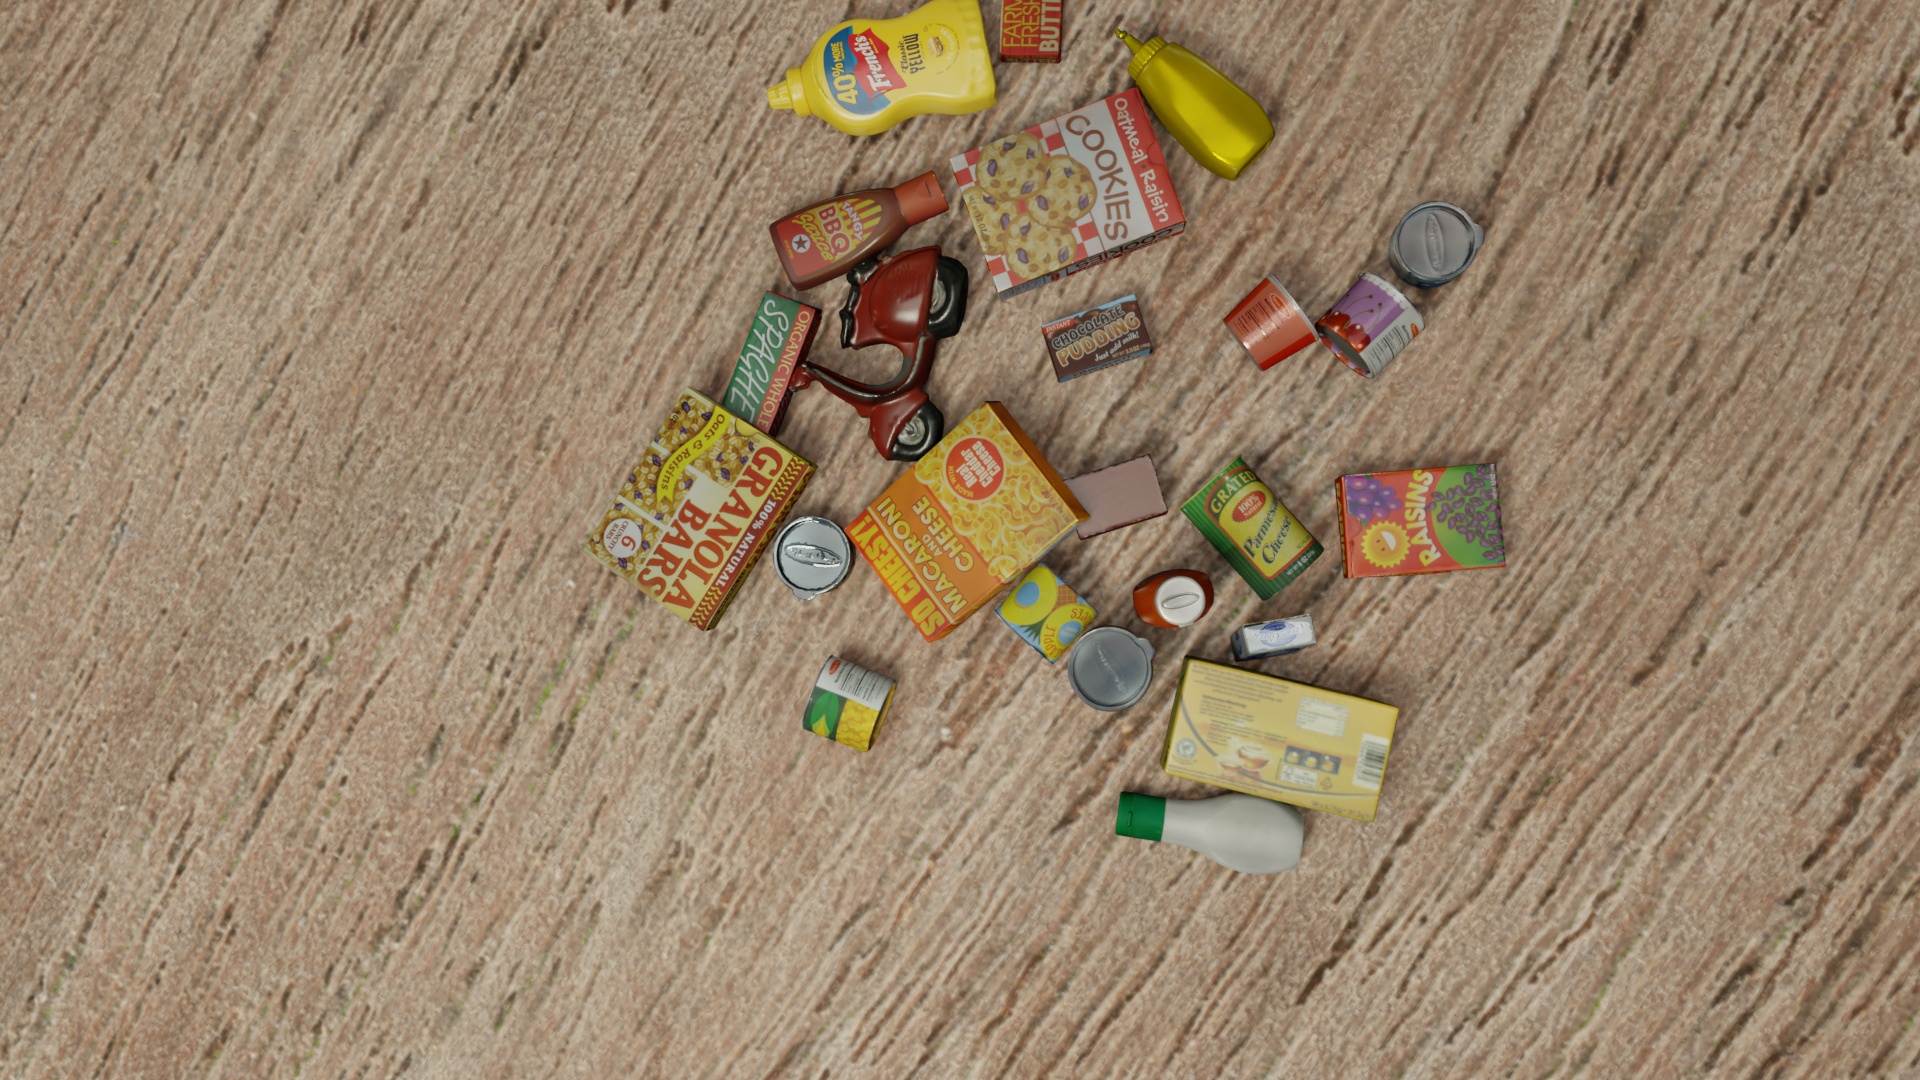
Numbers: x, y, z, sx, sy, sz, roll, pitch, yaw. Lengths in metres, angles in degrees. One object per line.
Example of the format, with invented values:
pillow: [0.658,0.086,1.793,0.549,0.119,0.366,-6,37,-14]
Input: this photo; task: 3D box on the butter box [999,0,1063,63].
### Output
butter box: [0.062,-0.460,1.185,0.053,0.024,0.103,2,87,6]

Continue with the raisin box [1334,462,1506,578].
raisin box: [0.371,-0.015,1.126,0.123,0.040,0.086,-4,88,6]

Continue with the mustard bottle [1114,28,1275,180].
mustard bottle: [0.188,-0.372,1.156,0.065,0.049,0.160,-44,84,2]

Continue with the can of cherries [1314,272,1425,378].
can of cherries: [0.329,-0.175,1.126,0.071,0.071,0.058,45,93,6]

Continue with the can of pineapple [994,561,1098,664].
can of pineapple: [0.072,0.060,1.137,0.071,0.071,0.058,42,92,6]

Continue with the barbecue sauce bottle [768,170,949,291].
barbecue sauce bottle: [-0.084,-0.268,1.180,0.148,0.043,0.065,-23,85,4]

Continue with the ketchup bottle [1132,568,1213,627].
ketchup bottle: [0.169,0.046,1.088,0.065,0.149,0.043,-15,88,5]

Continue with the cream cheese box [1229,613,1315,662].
cream cheese box: [0.247,0.078,1.102,0.053,0.103,0.024,-10,80,4]

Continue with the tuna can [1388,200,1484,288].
tuna can: [0.389,-0.242,1.138,0.071,0.033,0.071,0,88,6]

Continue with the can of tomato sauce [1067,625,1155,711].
can of tomato sauce: [0.122,0.100,1.123,0.071,0.083,0.071,0,88,6]

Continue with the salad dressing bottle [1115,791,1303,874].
salad dressing bottle: [0.201,0.232,1.130,0.148,0.044,0.064,8,91,7]

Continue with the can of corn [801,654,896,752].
can of corn: [-0.092,0.138,1.153,0.058,0.071,0.071,20,90,6]

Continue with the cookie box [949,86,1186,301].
cookie box: [0.090,-0.290,1.166,0.167,0.040,0.123,-20,86,4]

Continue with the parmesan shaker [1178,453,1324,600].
parmesan shaker: [0.238,-0.012,1.126,0.071,0.071,0.103,-42,85,3]

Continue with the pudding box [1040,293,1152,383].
pudding box: [0.114,-0.169,1.163,0.084,0.030,0.049,-18,85,4]

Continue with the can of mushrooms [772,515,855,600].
can of mushrooms: [-0.124,0.015,1.176,0.071,0.033,0.071,0,87,5]

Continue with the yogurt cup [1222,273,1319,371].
yogurt cup: [0.252,-0.175,1.134,0.054,0.072,0.072,-37,85,12]

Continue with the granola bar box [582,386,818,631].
granola bar box: [-0.216,-0.026,1.154,0.124,0.039,0.165,33,91,6]

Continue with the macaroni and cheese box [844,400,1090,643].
macaroni and cheese box: [0.004,-0.014,1.136,0.166,0.040,0.124,-41,79,20]

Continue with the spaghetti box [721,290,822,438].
spaghetti box: [-0.186,-0.091,1.190,0.050,0.028,0.250,21,90,5]
